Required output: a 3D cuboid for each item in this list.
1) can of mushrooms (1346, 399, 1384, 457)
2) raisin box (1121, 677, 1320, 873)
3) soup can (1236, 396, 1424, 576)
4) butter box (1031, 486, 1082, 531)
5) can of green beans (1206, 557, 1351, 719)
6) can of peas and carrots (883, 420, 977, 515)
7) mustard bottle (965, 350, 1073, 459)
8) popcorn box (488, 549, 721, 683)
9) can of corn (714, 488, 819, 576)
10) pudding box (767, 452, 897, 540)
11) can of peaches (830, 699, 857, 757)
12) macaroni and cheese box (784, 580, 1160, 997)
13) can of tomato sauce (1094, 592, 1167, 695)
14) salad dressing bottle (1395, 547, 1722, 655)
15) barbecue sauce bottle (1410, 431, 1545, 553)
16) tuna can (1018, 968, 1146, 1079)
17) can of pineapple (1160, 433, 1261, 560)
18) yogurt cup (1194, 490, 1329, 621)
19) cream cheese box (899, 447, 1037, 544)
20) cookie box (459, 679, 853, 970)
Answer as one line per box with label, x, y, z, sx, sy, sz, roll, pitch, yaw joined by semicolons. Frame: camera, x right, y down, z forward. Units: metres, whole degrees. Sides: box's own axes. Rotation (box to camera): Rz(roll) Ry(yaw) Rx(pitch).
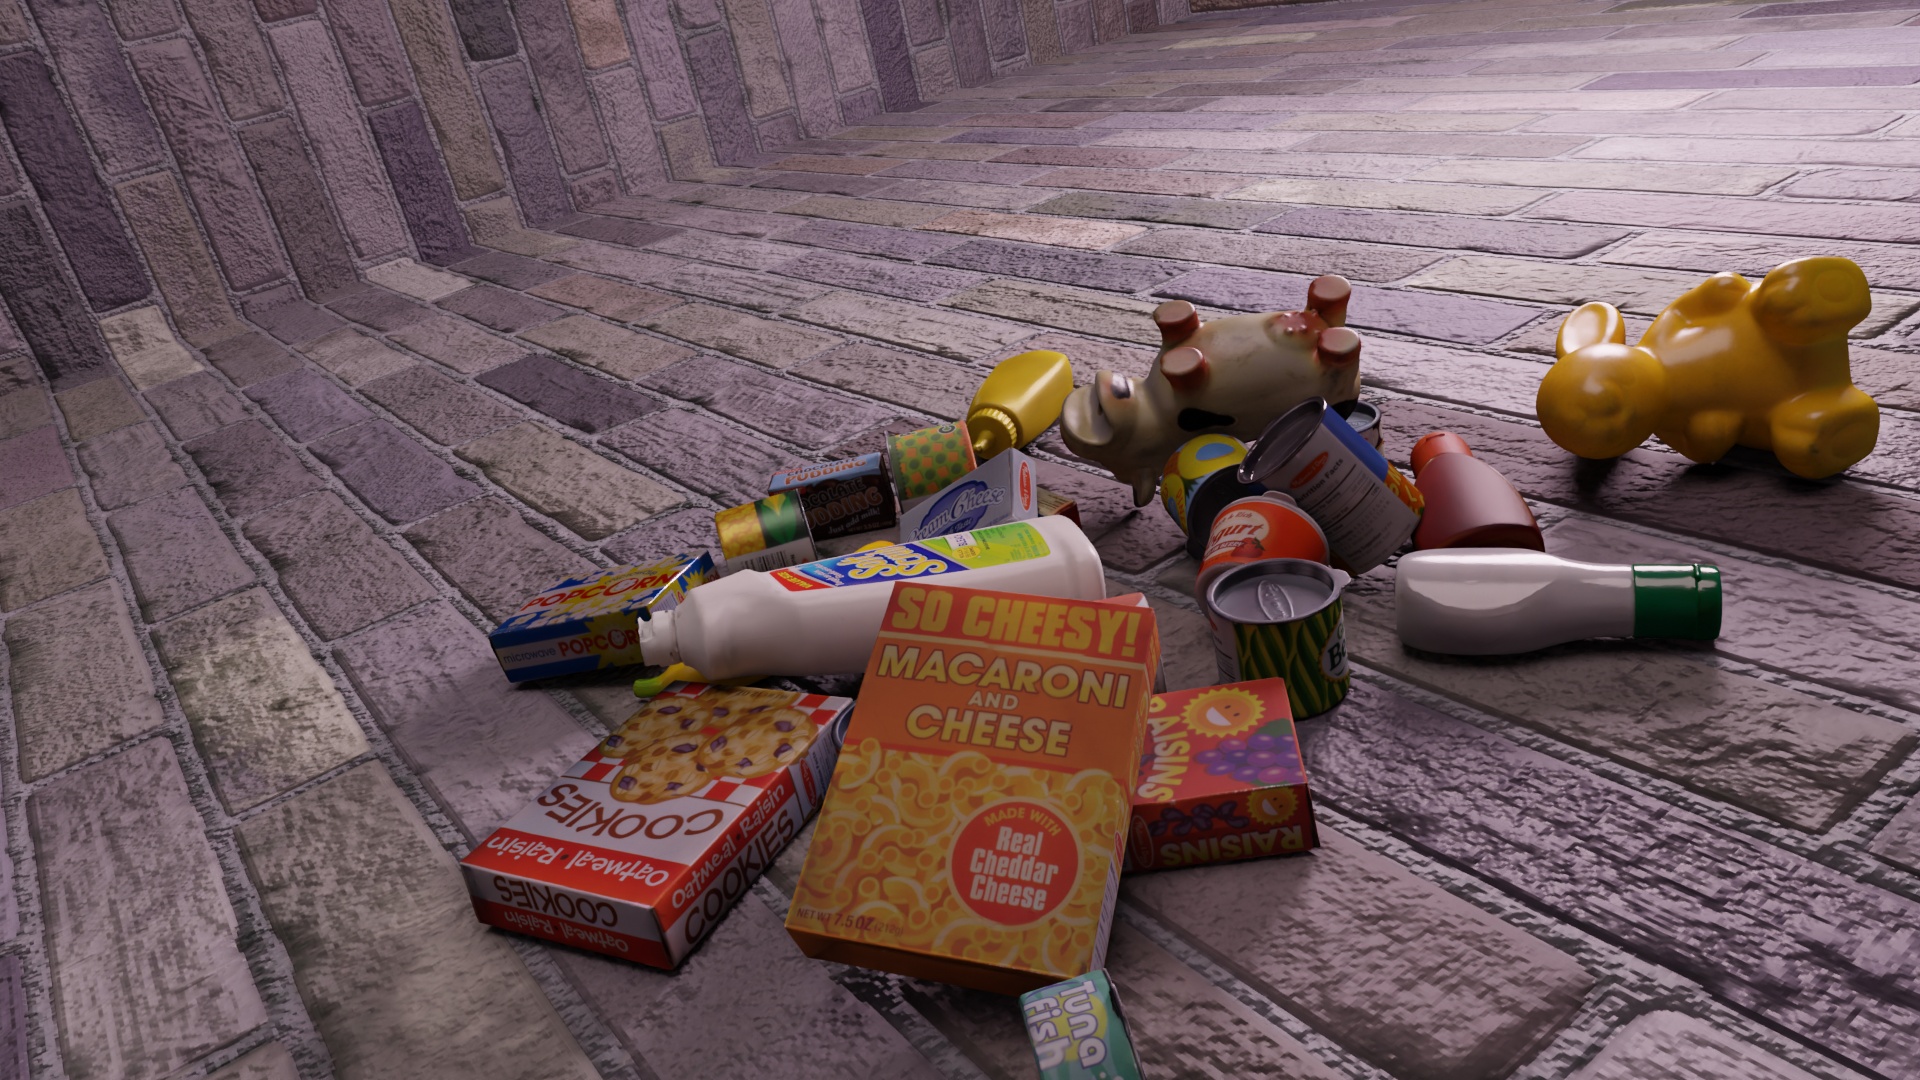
can of mushrooms;0.251;-0.069;0.936;0.071;0.033;0.071;-11;25;5
raisin box;0.094;0.109;0.634;0.123;0.040;0.086;-10;25;9
soup can;0.210;-0.031;0.790;0.071;0.083;0.071;-46;11;12
butter box;0.041;-0.010;0.891;0.024;0.053;0.103;-26;27;-24
can of green beans;0.161;0.049;0.702;0.071;0.057;0.071;-11;25;5
can of peas and carrots;-0.019;-0.050;0.983;0.059;0.070;0.071;-13;25;0
mustard bottle;0.039;-0.101;1.088;0.065;0.048;0.161;1;29;26
popcorn box;-0.226;0.049;0.895;0.126;0.038;0.085;-10;20;23
can of corn;-0.128;0.003;0.929;0.058;0.071;0.071;-17;25;-6
pudding box;-0.092;-0.030;1.002;0.084;0.049;0.030;-11;26;5
can of peaches;-0.022;0.110;0.666;0.071;0.057;0.071;-10;25;5
macaroni and cheese box;0.011;0.101;0.589;0.124;0.040;0.167;6;55;16
can of tomato sauce;0.059;0.065;0.710;0.083;0.071;0.071;-11;25;3
salad dressing bottle;0.296;0.030;0.695;0.147;0.043;0.064;0;34;22
barbecue sauce bottle;0.289;-0.020;0.803;0.065;0.043;0.149;-16;23;16
tuna can;0.044;0.181;0.469;0.033;0.070;0.071;-16;25;-3
can of pineapple;0.160;-0.025;0.851;0.071;0.070;0.058;-15;24;-4
yogurt cup;0.163;0.018;0.764;0.072;0.072;0.054;3;37;31
cream cheese box;0.003;-0.011;0.870;0.103;0.024;0.053;-31;45;36
cookie box;-0.143;0.134;0.695;0.123;0.040;0.168;2;28;30
